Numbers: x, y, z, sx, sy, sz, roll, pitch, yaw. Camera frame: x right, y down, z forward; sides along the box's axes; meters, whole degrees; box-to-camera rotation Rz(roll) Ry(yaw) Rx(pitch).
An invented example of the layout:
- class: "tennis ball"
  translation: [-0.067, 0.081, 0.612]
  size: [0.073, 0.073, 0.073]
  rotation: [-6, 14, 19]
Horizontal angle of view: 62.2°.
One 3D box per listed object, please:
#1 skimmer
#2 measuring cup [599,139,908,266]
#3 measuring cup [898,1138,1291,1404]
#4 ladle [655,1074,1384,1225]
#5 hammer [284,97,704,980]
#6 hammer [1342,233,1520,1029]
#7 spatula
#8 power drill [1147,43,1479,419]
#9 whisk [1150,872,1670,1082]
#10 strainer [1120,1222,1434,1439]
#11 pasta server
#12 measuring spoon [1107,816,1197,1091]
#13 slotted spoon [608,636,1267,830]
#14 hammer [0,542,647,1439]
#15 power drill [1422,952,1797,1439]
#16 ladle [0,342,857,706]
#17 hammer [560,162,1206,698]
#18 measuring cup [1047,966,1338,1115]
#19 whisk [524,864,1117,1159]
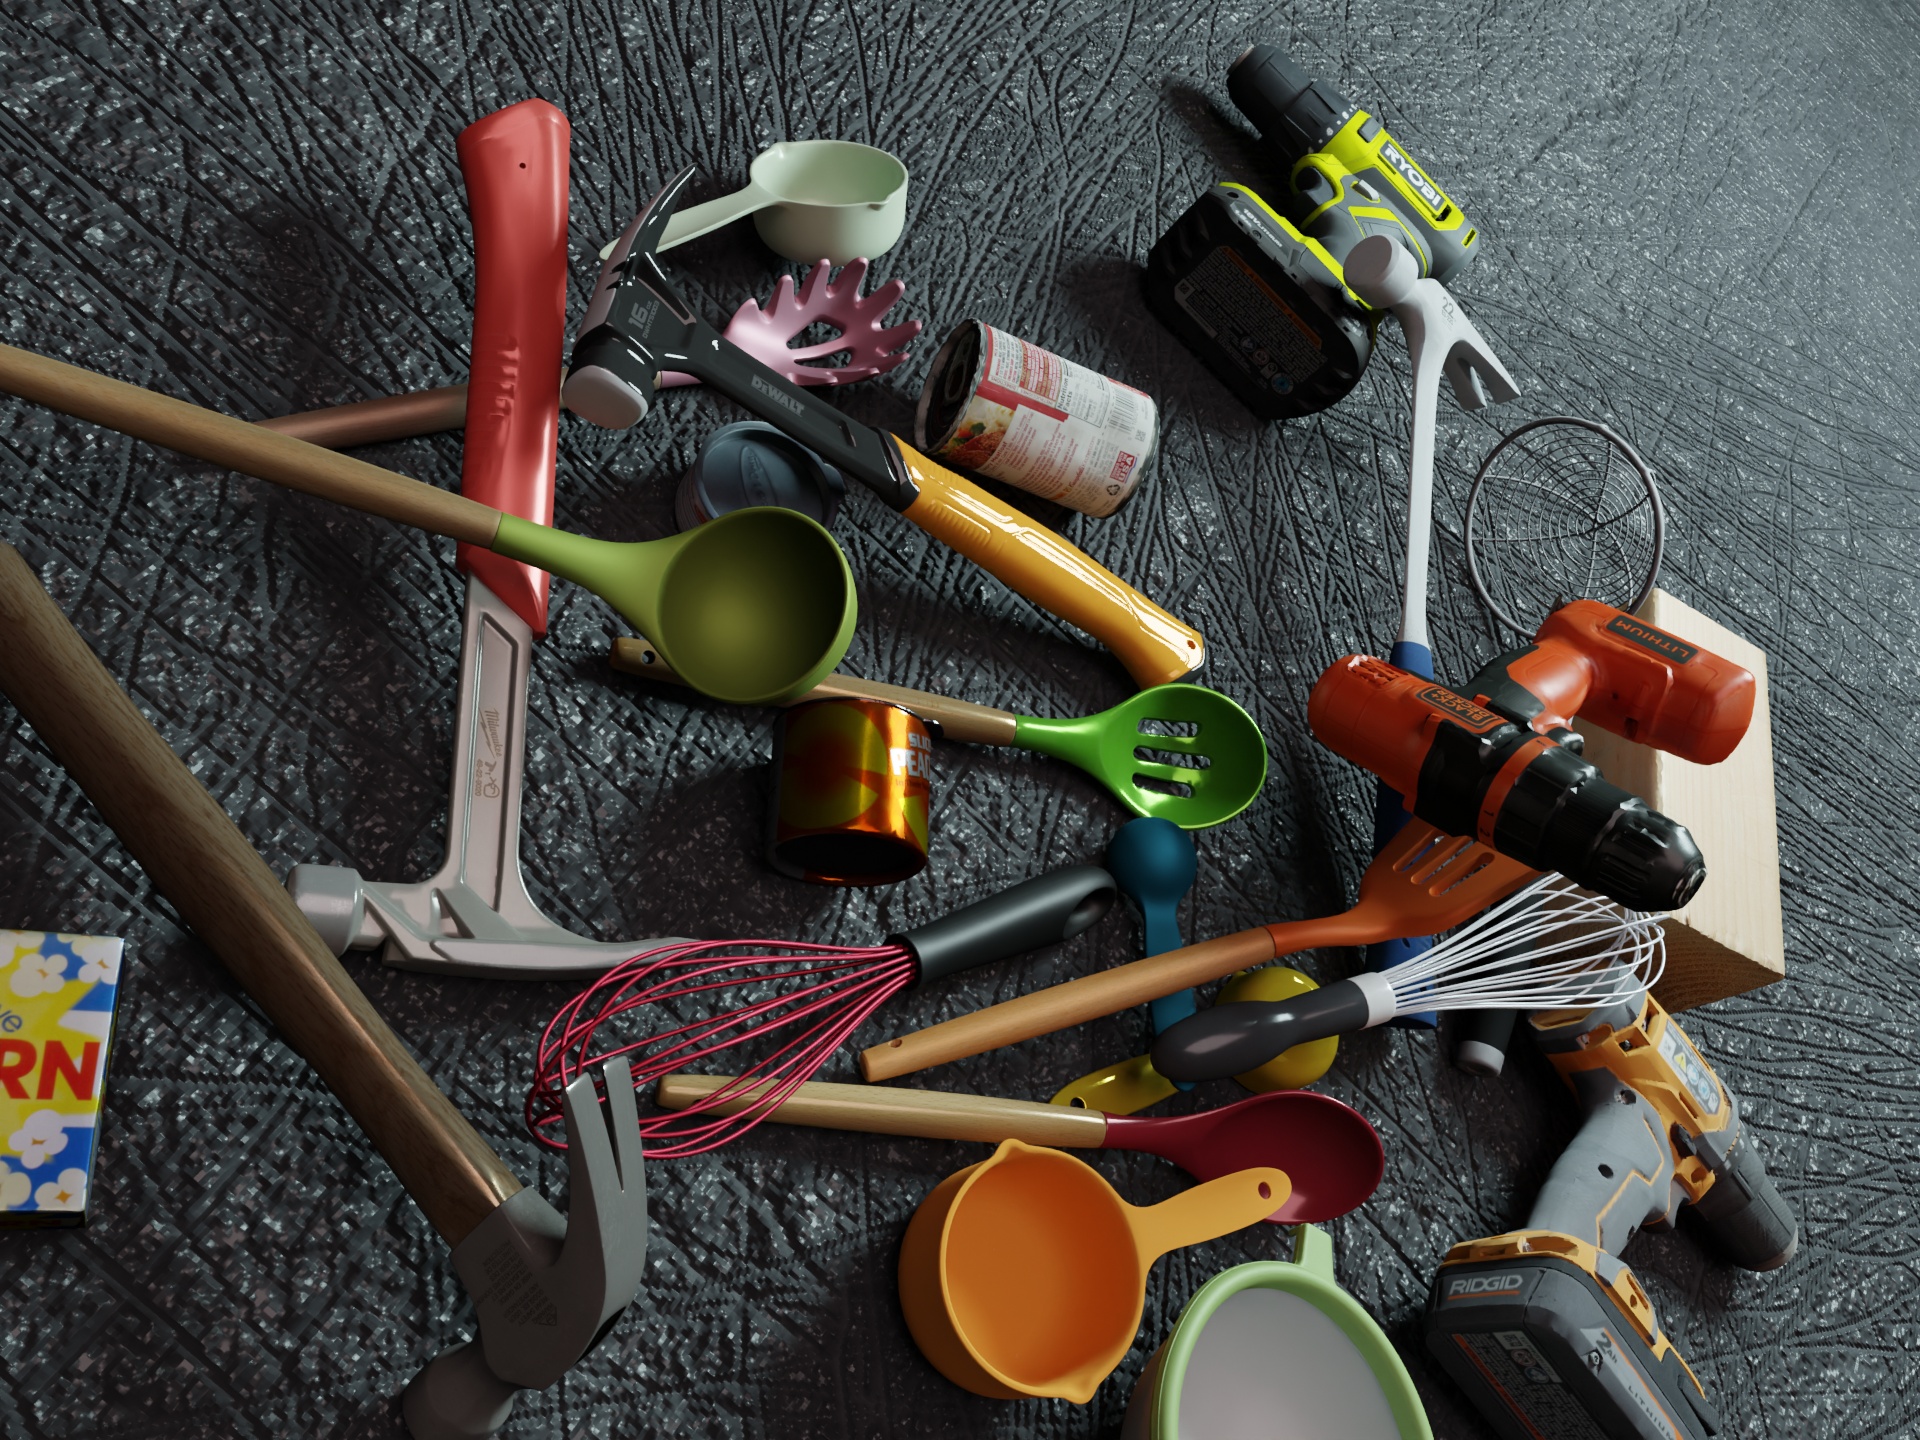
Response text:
- class: "skimmer"
  translation: [0.293, 0.004, 0.844]
  size: [0.090, 0.127, 0.363]
  rotation: [34, 63, -22]
- class: "measuring cup"
  translation: [-0.097, -0.230, 0.752]
  size: [0.167, 0.038, 0.083]
  rotation: [-32, 53, -31]
- class: "measuring cup"
  translation: [0.054, 0.207, 0.626]
  size: [0.173, 0.052, 0.095]
  rotation: [-6, 70, -34]
- class: "ladle"
  translation: [0.032, 0.165, 0.642]
  size: [0.315, 0.069, 0.031]
  rotation: [11, 22, -21]
- class: "hammer"
  translation: [-0.168, -0.080, 0.622]
  size: [0.149, 0.036, 0.359]
  rotation: [8, 70, -26]
- class: "hammer"
  translation: [0.238, -0.045, 0.824]
  size: [0.144, 0.035, 0.406]
  rotation: [25, 66, -41]
- class: "spatula"
  translation: [0.109, 0.093, 0.676]
  size: [0.322, 0.081, 0.041]
  rotation: [-14, 115, -19]
- class: "power drill"
  translation: [0.203, -0.298, 0.948]
  size: [0.190, 0.080, 0.229]
  rotation: [44, 50, -6]
- class: "whisk"
  translation: [0.207, 0.119, 0.714]
  size: [0.284, 0.070, 0.070]
  rotation: [-10, 72, -23]
- class: "strainer"
  translation: [0.072, 0.295, 0.567]
  size: [0.256, 0.069, 0.151]
  rotation: [-10, 72, -43]
- class: "pasta server"
  translation: [-0.154, -0.150, 0.687]
  size: [0.316, 0.040, 0.060]
  rotation: [-20, 83, -35]
- class: "measuring spoon"
  translation: [0.093, 0.098, 0.700]
  size: [0.042, 0.021, 0.129]
  rotation: [2, 60, -12]
- class: "slotted spoon"
  translation: [-0.001, -0.002, 0.710]
  size: [0.313, 0.031, 0.070]
  rotation: [11, 83, -23]
- class: "hammer"
  translation: [-0.221, 0.070, 0.509]
  size: [0.331, 0.130, 0.031]
  rotation: [48, 19, 8]
- class: "power drill"
  translation: [0.318, 0.247, 0.745]
  size: [0.185, 0.084, 0.226]
  rotation: [51, 47, -10]
- class: "ladle"
  translation: [-0.188, -0.078, 0.557]
  size: [0.320, 0.062, 0.078]
  rotation: [18, 76, -20]
- class: "hammer"
  translation: [-0.013, -0.106, 0.712]
  size: [0.336, 0.034, 0.127]
  rotation: [30, 53, -29]
- class: "measuring cup"
  translation: [0.105, 0.148, 0.697]
  size: [0.156, 0.029, 0.062]
  rotation: [-12, 73, -33]
- class: "whisk"
  translation: [-0.037, 0.099, 0.611]
  size: [0.295, 0.073, 0.073]
  rotation: [-13, 74, -44]
